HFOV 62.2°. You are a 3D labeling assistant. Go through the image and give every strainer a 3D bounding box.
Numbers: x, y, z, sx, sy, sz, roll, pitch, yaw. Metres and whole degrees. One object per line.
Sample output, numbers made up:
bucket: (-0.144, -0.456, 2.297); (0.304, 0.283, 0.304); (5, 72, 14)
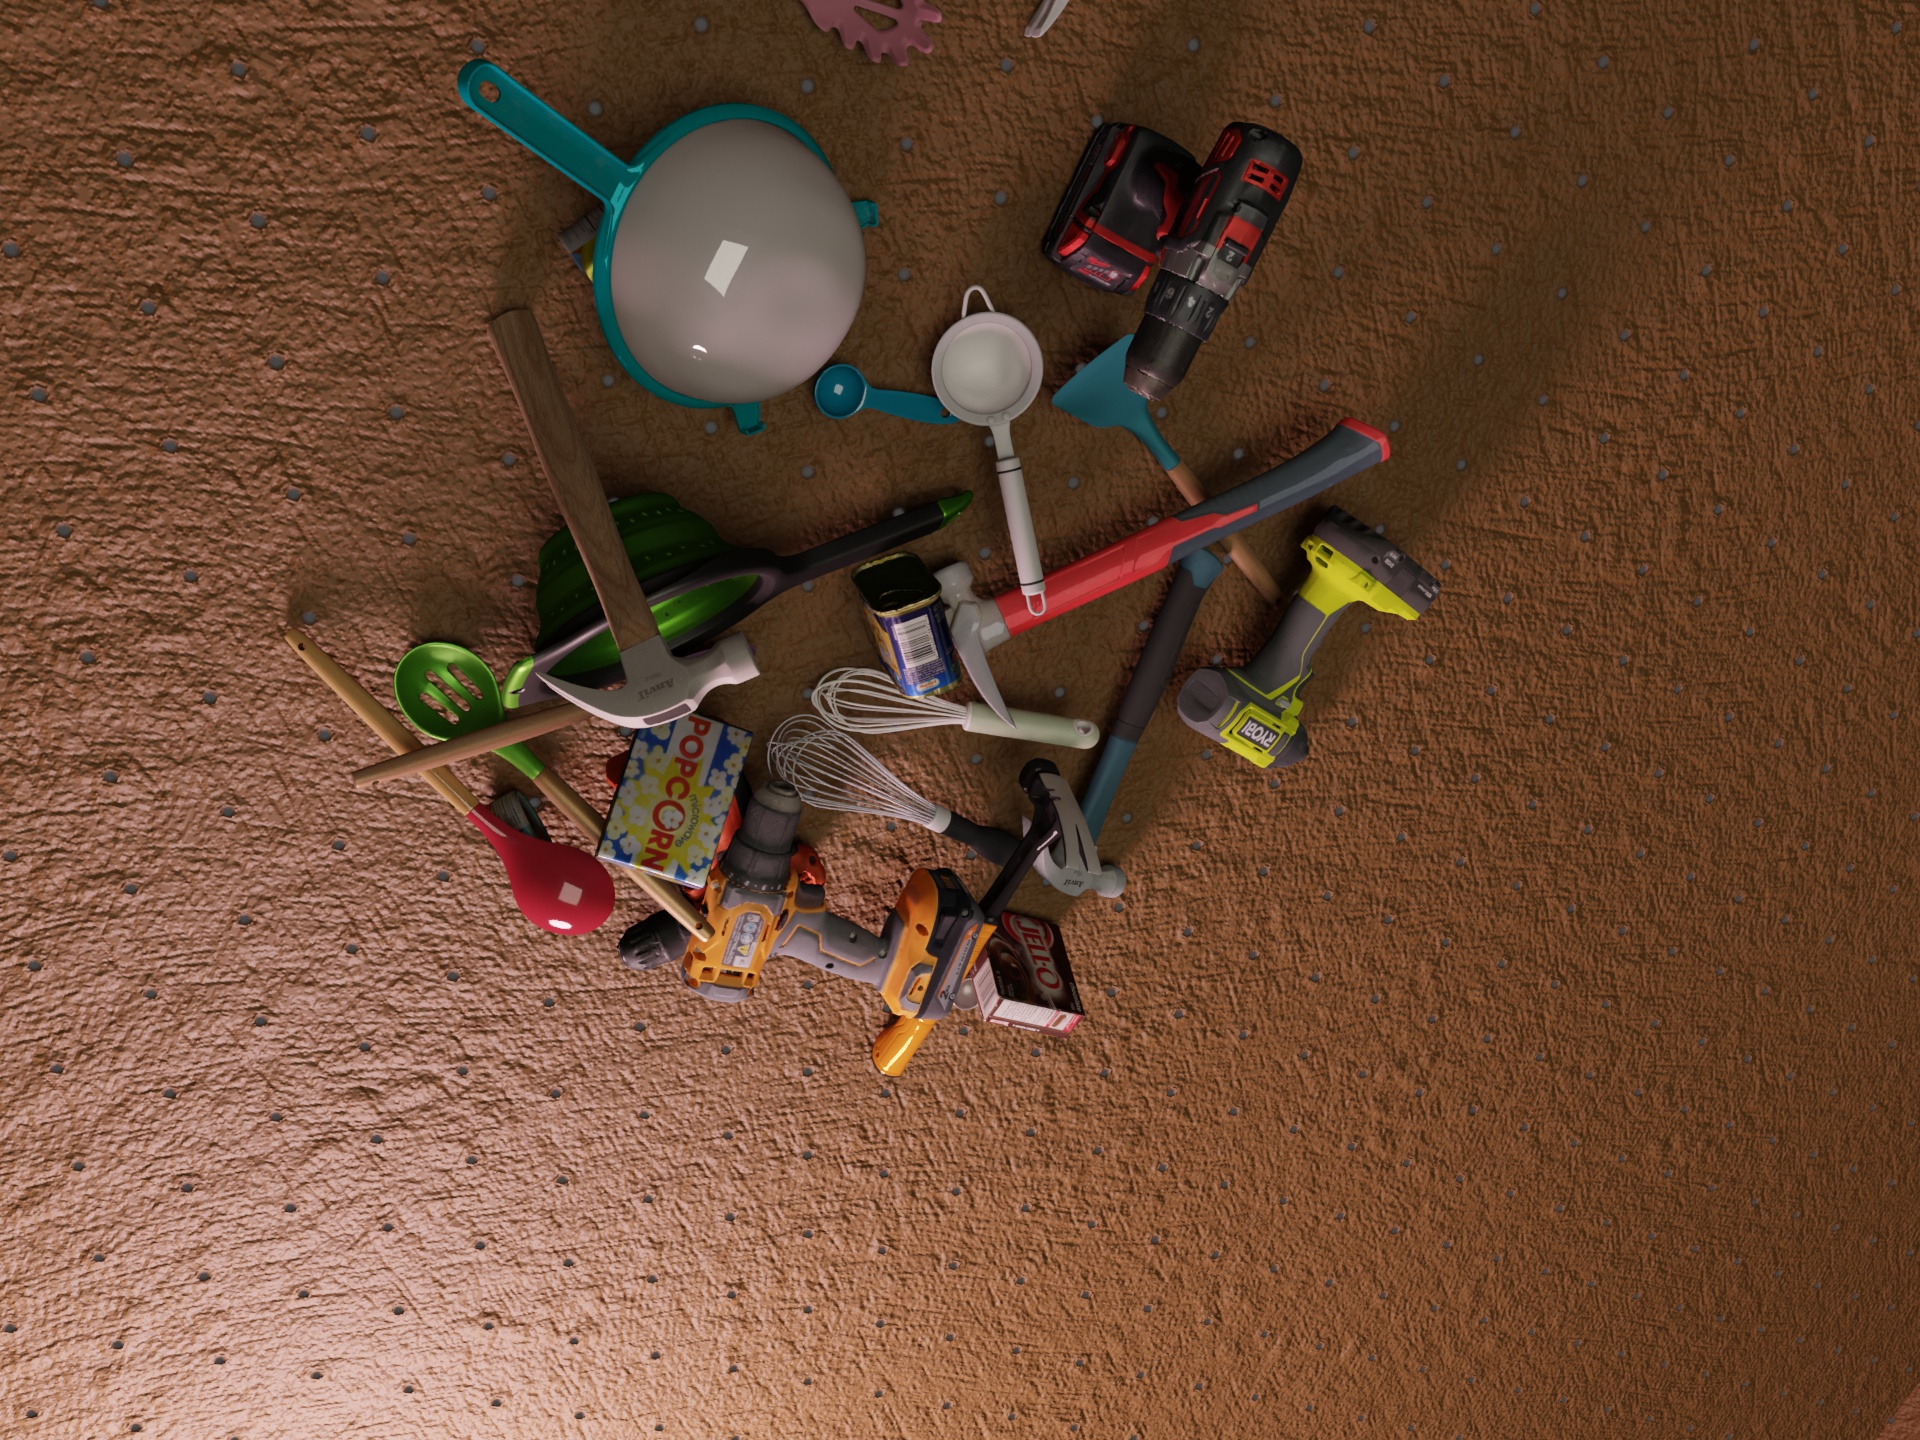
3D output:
strainer: (-0.171, -0.318, 1.034); (0.340, 0.095, 0.211); (24, 97, -54)
strainer: (0.034, -0.207, 1.238); (0.087, 0.050, 0.258); (-13, 102, -4)

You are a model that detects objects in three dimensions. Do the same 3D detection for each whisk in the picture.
whisk: (-0.002, -0.004, 1.319); (0.246, 0.058, 0.059); (9, 147, -12)
whisk: (-0.045, 0.070, 1.350); (0.284, 0.070, 0.070); (27, 102, -32)

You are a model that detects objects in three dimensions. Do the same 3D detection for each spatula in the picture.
spatula: (-0.297, -0.005, 1.196); (0.316, 0.018, 0.059); (-20, 156, -27)
spatula: (0.192, -0.190, 1.323); (0.082, 0.044, 0.317); (-38, 121, 12)

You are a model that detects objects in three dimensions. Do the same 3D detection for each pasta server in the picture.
pasta server: (-0.166, -0.510, 1.064); (0.316, 0.040, 0.060); (9, 120, -21)

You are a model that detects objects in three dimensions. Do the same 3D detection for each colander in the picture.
colander: (-0.172, -0.132, 1.193); (0.397, 0.204, 0.094); (-25, 84, -25)

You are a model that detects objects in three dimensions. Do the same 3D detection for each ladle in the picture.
ladle: (-0.381, 0.046, 1.186); (0.069, 0.031, 0.315); (-44, 100, 0)

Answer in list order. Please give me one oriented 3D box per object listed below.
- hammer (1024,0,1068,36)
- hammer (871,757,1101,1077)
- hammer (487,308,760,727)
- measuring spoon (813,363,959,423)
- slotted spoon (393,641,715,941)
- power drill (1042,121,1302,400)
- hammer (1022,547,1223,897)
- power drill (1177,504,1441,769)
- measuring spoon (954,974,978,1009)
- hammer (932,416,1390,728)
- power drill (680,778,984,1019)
hammer: (-0.090, -0.577, 1.062); (0.405, 0.035, 0.144); (6, 110, -22)
hammer: (0.010, 0.195, 1.368); (0.034, 0.127, 0.336); (15, 123, -28)
hammer: (-0.253, -0.141, 1.062); (0.130, 0.332, 0.031); (-25, 159, -3)
measuring spoon: (-0.057, -0.249, 1.230); (0.128, 0.021, 0.042); (5, 111, -31)
slotted spoon: (-0.304, 0.060, 1.215); (0.313, 0.031, 0.070); (45, 81, -8)
power drill: (0.139, -0.334, 1.137); (0.080, 0.227, 0.188); (20, 104, -25)
hammer: (0.150, 0.002, 1.390); (0.128, 0.033, 0.331); (12, 106, -39)
power drill: (0.308, -0.062, 1.394); (0.171, 0.080, 0.223); (25, 106, -45)
measuring spoon: (0.042, 0.257, 1.485); (0.124, 0.018, 0.034); (15, 105, -31)
hammer: (0.175, -0.132, 1.292); (0.386, 0.038, 0.143); (-25, 91, -1)
power drill: (-0.098, 0.149, 1.297); (0.226, 0.084, 0.185); (12, 107, -24)
